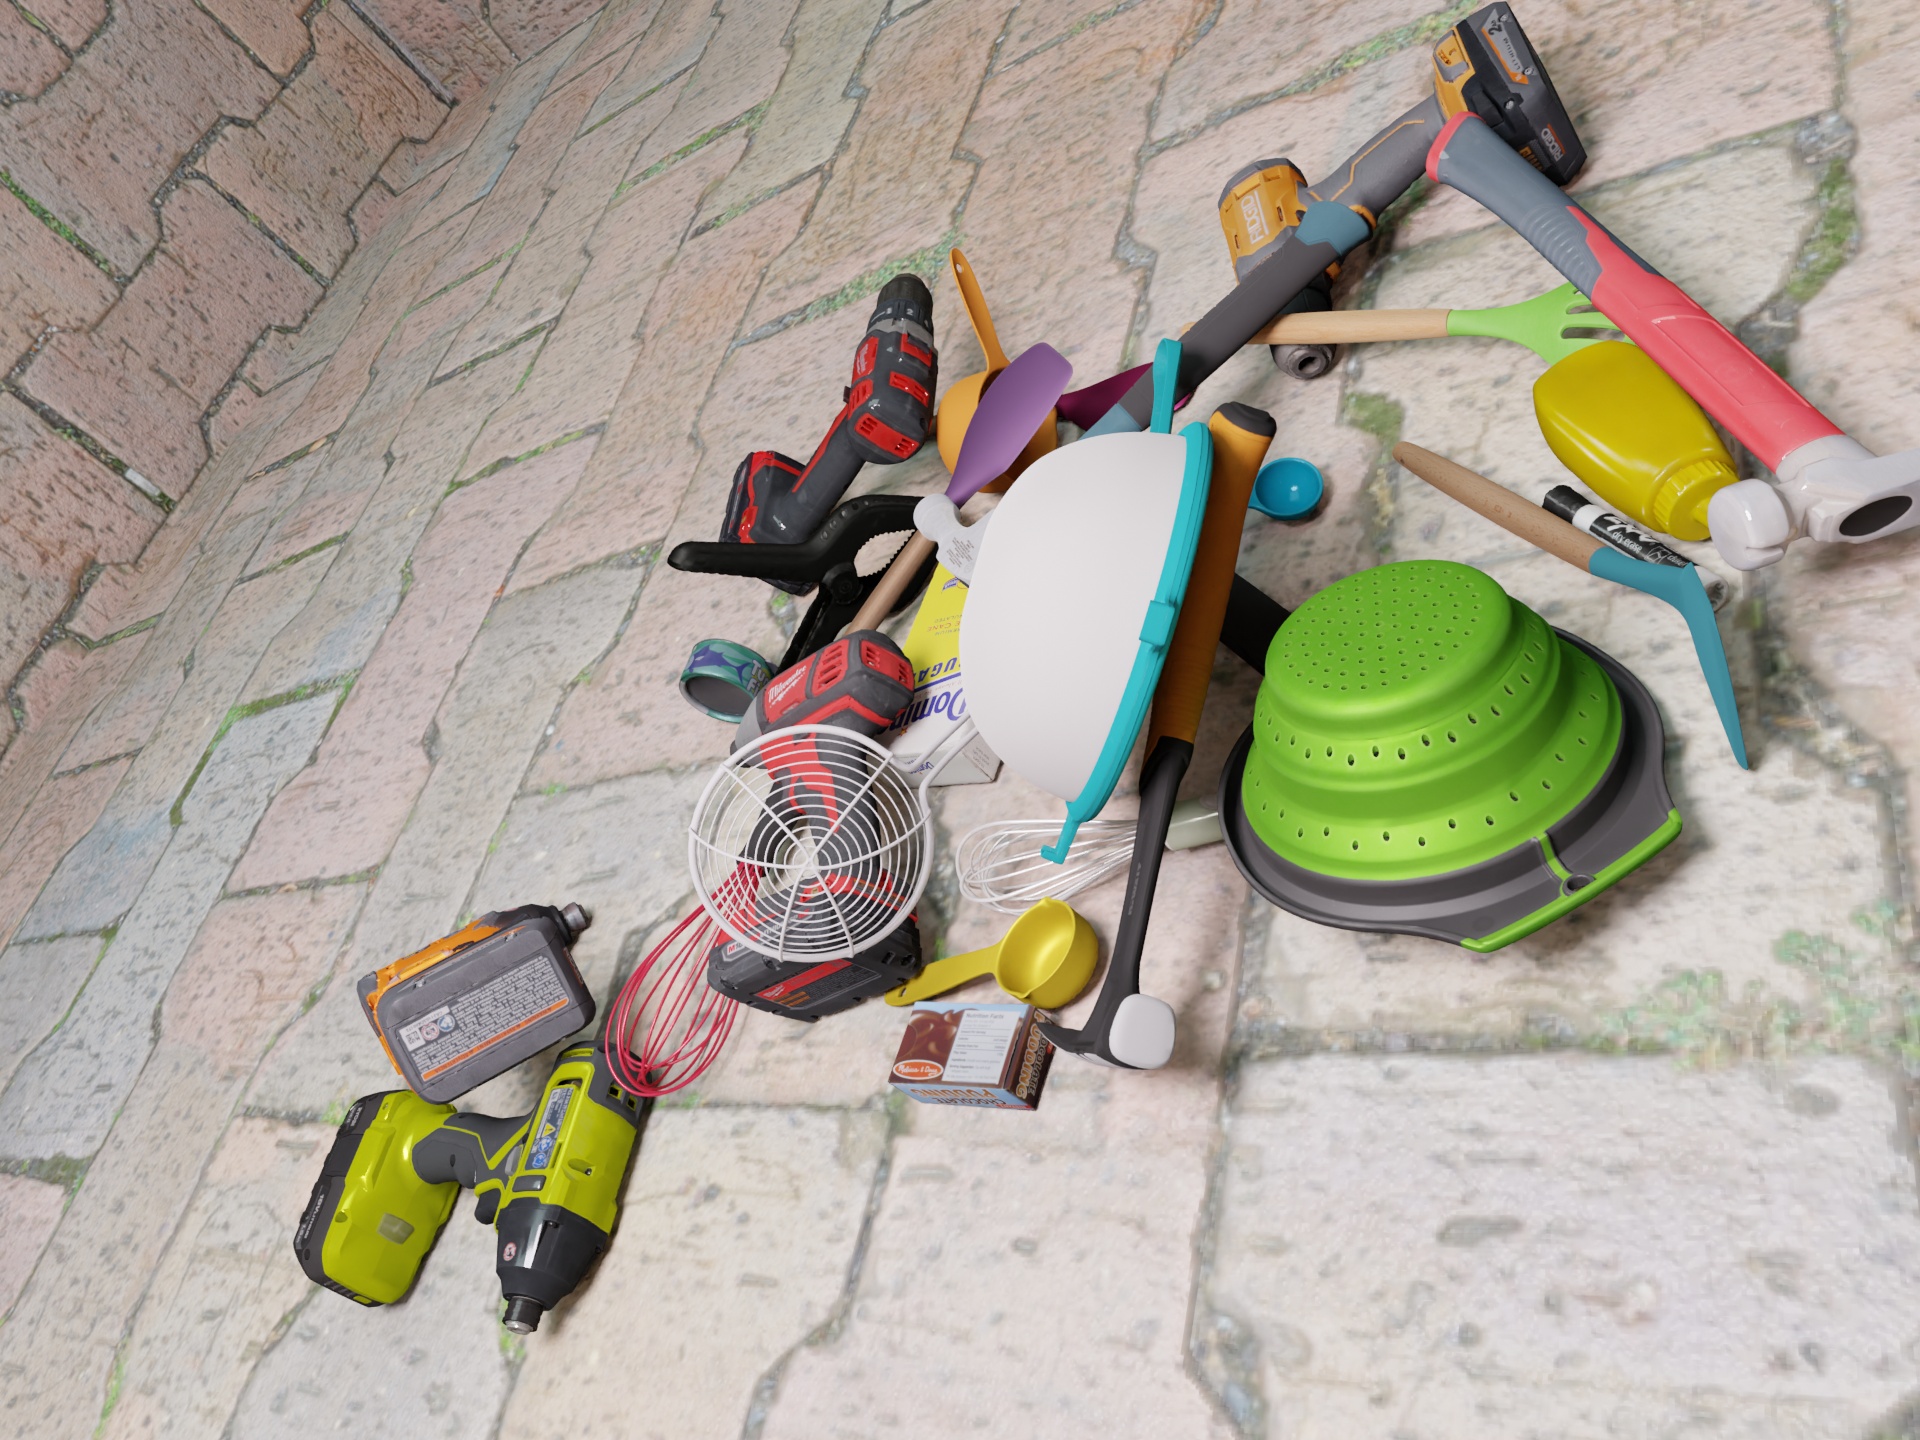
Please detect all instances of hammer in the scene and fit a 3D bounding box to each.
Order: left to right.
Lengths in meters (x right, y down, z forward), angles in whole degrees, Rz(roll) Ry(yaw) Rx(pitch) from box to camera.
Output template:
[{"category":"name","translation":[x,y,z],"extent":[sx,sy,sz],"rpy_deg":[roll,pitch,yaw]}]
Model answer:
[{"category":"hammer","translation":[0.116,-0.201,0.998],"extent":[0.331,0.033,0.128],"rpy_deg":[-42,47,10]},{"category":"hammer","translation":[0.104,0.003,0.785],"extent":[0.127,0.034,0.337],"rpy_deg":[142,143,-75]},{"category":"hammer","translation":[0.354,-0.220,0.803],"extent":[0.143,0.038,0.387],"rpy_deg":[-18,45,-1]}]

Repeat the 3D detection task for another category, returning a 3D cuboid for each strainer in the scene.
[{"category":"strainer","translation":[0.062,-0.108,0.850],"extent":[0.210,0.095,0.341],"rpy_deg":[108,176,-50]}]

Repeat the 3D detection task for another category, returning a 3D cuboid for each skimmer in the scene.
[{"category":"skimmer","translation":[-0.001,-0.003,0.914],"extent":[0.090,0.127,0.363],"rpy_deg":[-21,16,49]}]

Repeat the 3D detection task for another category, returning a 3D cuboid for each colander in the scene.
[{"category":"colander","translation":[0.180,-0.041,0.799],"extent":[0.204,0.094,0.397],"rpy_deg":[-31,31,-4]}]

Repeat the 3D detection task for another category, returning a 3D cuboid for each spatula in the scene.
[{"category":"spatula","translation":[-0.027,-0.125,1.101],"extent":[0.316,0.018,0.060],"rpy_deg":[-54,51,16]},{"category":"spatula","translation":[0.294,-0.085,0.794],"extent":[0.044,0.082,0.318],"rpy_deg":[-30,31,-2]}]

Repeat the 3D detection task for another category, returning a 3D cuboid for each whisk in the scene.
[{"category":"whisk","translation":[-0.143,0.111,1.030],"extent":[0.073,0.073,0.296],"rpy_deg":[-8,45,40]},{"category":"whisk","translation":[0.104,0.059,0.848],"extent":[0.246,0.059,0.058],"rpy_deg":[-18,17,27]}]

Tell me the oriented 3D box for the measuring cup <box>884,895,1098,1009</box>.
[{"category":"measuring cup","translation":[0.016,0.142,0.879],"extent":[0.156,0.029,0.062],"rpy_deg":[-26,37,43]}]

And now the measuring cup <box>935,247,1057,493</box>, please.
[{"category":"measuring cup","translation":[0.009,-0.246,1.137],"extent":[0.052,0.173,0.095],"rpy_deg":[-10,15,44]}]

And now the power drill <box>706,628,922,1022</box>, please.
[{"category":"power drill","translation":[-0.092,0.061,0.970],"extent":[0.143,0.078,0.220],"rpy_deg":[-28,49,34]}]

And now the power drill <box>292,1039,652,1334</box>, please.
[{"category":"power drill","translation":[-0.306,0.297,0.997],"extent":[0.223,0.080,0.171],"rpy_deg":[-15,45,31]}]

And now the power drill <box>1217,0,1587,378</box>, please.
[{"category":"power drill","translation":[0.277,-0.332,1.025],"extent":[0.226,0.084,0.186],"rpy_deg":[-28,47,30]}]

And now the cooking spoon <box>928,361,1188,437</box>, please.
[{"category":"cooking spoon","translation":[0.046,-0.234,1.207],"extent":[0.319,0.017,0.069],"rpy_deg":[1,57,44]}]

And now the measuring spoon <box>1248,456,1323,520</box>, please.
[{"category":"measuring spoon","translation":[0.156,-0.126,0.965],"extent":[0.128,0.021,0.042],"rpy_deg":[-13,61,10]}]

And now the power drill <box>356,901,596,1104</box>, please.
[{"category":"power drill","translation":[-0.313,0.173,1.061],"extent":[0.164,0.084,0.226],"rpy_deg":[-28,9,-21]}]

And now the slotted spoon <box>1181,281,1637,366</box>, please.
[{"category":"slotted spoon","translation":[0.265,-0.232,0.940],"extent":[0.314,0.031,0.070],"rpy_deg":[10,76,40]}]

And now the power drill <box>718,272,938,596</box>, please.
[{"category":"power drill","translation":[-0.091,-0.224,1.220],"extent":[0.226,0.080,0.188],"rpy_deg":[-43,30,40]}]
